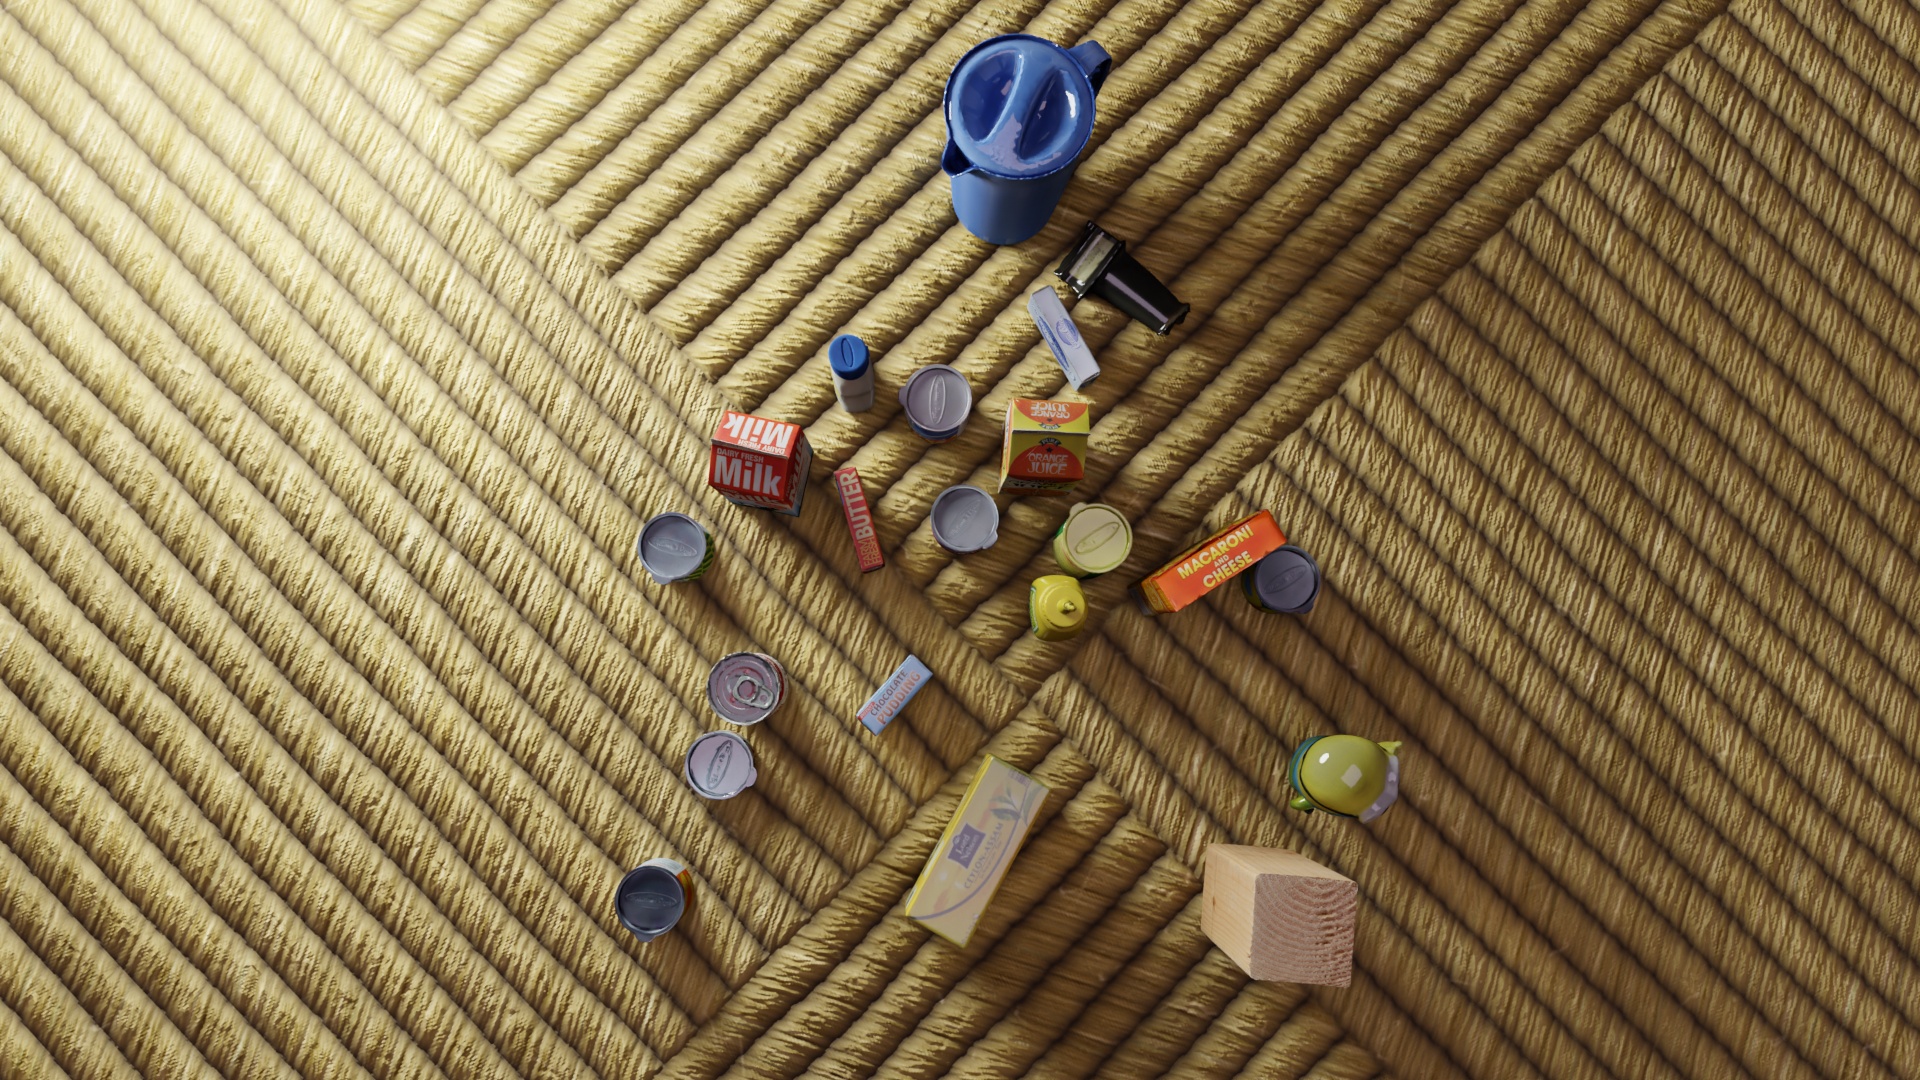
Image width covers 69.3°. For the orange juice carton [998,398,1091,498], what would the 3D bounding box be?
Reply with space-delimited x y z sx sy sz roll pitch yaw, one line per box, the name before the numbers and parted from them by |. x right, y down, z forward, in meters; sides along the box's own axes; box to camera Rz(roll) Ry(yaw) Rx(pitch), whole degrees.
orange juice carton | 0.078 -0.088 1.316 0.072 0.192 0.073 4 85 -1

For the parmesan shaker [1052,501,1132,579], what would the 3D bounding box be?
parmesan shaker | 0.126 0.000 1.354 0.071 0.103 0.071 0 85 -2

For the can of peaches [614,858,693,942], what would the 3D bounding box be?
can of peaches | -0.292 0.343 1.329 0.071 0.058 0.071 0 85 -2

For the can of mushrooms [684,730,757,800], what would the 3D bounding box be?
can of mushrooms | -0.231 0.220 1.355 0.071 0.033 0.071 0 84 -2

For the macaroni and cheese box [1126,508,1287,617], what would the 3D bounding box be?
macaroni and cheese box | 0.230 0.024 1.323 0.124 0.166 0.040 -32 87 -4

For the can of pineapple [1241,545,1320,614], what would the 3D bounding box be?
can of pineapple | 0.318 0.042 1.379 0.071 0.058 0.071 0 85 -2

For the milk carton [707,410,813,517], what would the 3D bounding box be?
milk carton | -0.187 -0.073 1.307 0.072 0.190 0.073 12 85 -1

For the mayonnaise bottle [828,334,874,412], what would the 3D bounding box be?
mayonnaise bottle | -0.106 -0.165 1.340 0.041 0.148 0.065 -12 85 -3

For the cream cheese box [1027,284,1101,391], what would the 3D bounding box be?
cream cheese box | 0.104 -0.203 1.398 0.024 0.053 0.104 -29 86 -4

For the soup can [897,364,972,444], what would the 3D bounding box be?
soup can | -0.025 -0.134 1.372 0.071 0.083 0.071 0 85 -2

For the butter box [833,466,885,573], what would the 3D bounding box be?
butter box | -0.099 -0.019 1.374 0.024 0.053 0.103 -16 85 -3

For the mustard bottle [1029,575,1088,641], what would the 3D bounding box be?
mustard bottle | 0.094 0.063 1.318 0.049 0.160 0.065 -4 85 -2

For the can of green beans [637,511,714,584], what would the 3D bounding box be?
can of green beans | -0.279 0.008 1.363 0.071 0.058 0.071 0 85 -2

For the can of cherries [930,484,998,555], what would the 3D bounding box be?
can of cherries | 0.005 -0.017 1.374 0.071 0.058 0.071 0 85 -2

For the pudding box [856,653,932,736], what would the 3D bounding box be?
pudding box | -0.064 0.150 1.360 0.030 0.049 0.084 42 85 2
